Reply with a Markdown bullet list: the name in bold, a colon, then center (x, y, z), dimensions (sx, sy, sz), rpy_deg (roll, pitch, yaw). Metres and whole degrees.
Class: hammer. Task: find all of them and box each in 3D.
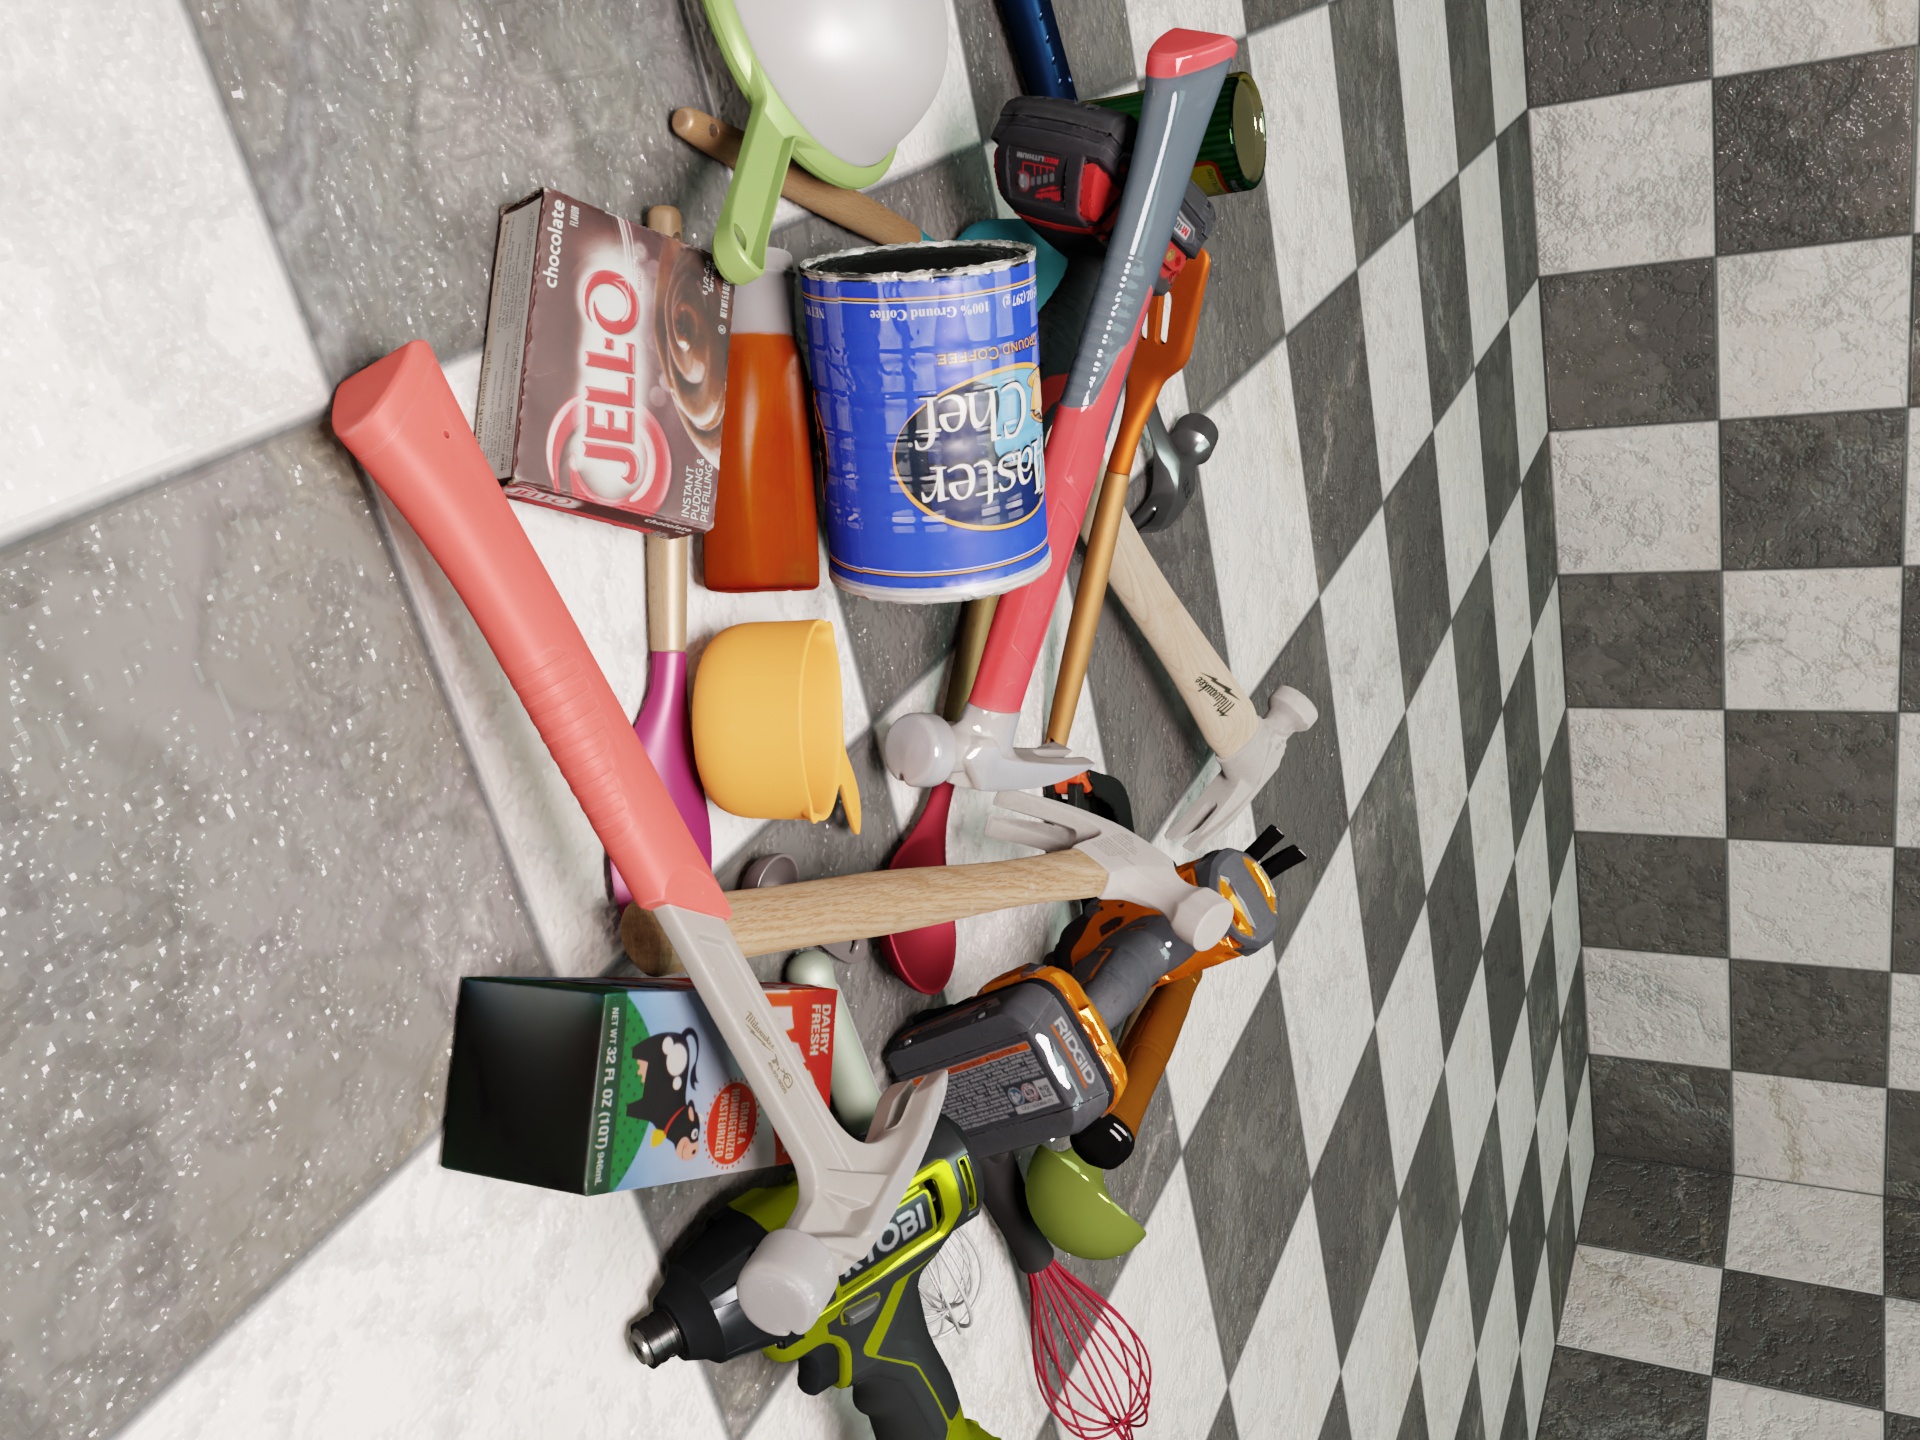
- **hammer**: center (-0.014, 0.081, 0.750), dimensions (0.331, 0.130, 0.031), rpy_deg (-2, 118, -46)
- **hammer**: center (0.071, -0.146, 0.810), dimensions (0.143, 0.038, 0.386), rpy_deg (1, 111, -49)
- **hammer**: center (0.121, -0.074, 1.062), dimensions (0.146, 0.038, 0.410), rpy_deg (-48, 132, -12)
- **hammer**: center (-0.112, 0.033, 0.576), dimensions (0.359, 0.037, 0.149), rpy_deg (63, 25, -12)
- **hammer**: center (0.138, 0.172, 1.002), dimensions (0.034, 0.127, 0.337), rpy_deg (45, 28, 1)
- **hammer**: center (0.089, -0.301, 1.022), dimensions (0.144, 0.035, 0.405), rpy_deg (-62, 141, -39)

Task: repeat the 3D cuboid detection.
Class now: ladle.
- **ladle**: center (0.107, 0.227, 1.015), dimensions (0.078, 0.062, 0.320), rpy_deg (40, 28, -1)
- **ladle**: center (-0.001, -0.003, 0.883), dimensions (0.069, 0.031, 0.316), rpy_deg (39, 55, -49)

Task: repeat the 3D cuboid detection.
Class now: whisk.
- **whisk**: center (-0.040, 0.219, 0.805), dimensions (0.059, 0.058, 0.246), rpy_deg (-28, 115, -23)
- **whisk**: center (0.052, 0.339, 0.964), dimensions (0.073, 0.073, 0.295), rpy_deg (-53, 128, -46)

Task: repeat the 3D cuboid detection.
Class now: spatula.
- **spatula**: center (0.084, -0.124, 0.948), dimensions (0.041, 0.081, 0.322), rpy_deg (-14, 120, -55)
- **spatula**: center (-0.030, -0.253, 0.806), dimensions (0.317, 0.044, 0.082), rpy_deg (1, 96, -59)

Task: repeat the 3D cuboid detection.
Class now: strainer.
- **strainer**: center (-0.054, -0.281, 0.680), dimensions (0.151, 0.069, 0.257), rpy_deg (48, 37, -41)

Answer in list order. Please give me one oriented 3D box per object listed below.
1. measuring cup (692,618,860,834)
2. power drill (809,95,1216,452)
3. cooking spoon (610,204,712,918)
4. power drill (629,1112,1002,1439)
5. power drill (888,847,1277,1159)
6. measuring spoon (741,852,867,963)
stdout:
- **measuring cup**: center (-0.080, 0.017, 0.729), dimensions (0.173, 0.052, 0.095), rpy_deg (79, 13, -65)
- **power drill**: center (0.021, -0.201, 0.817), dimensions (0.187, 0.080, 0.226), rpy_deg (22, 94, -51)
- **cooking spoon**: center (-0.124, -0.055, 0.672), dimensions (0.068, 0.017, 0.319), rpy_deg (-6, 96, -62)
- **power drill**: center (-0.054, 0.312, 0.732), dimensions (0.171, 0.080, 0.223), rpy_deg (-23, 109, -34)
- **power drill**: center (0.064, 0.156, 0.896), dimensions (0.226, 0.164, 0.084), rpy_deg (-30, 90, -48)
- **measuring spoon**: center (-0.075, 0.095, 0.773), dimensions (0.124, 0.018, 0.034), rpy_deg (50, 56, -58)
